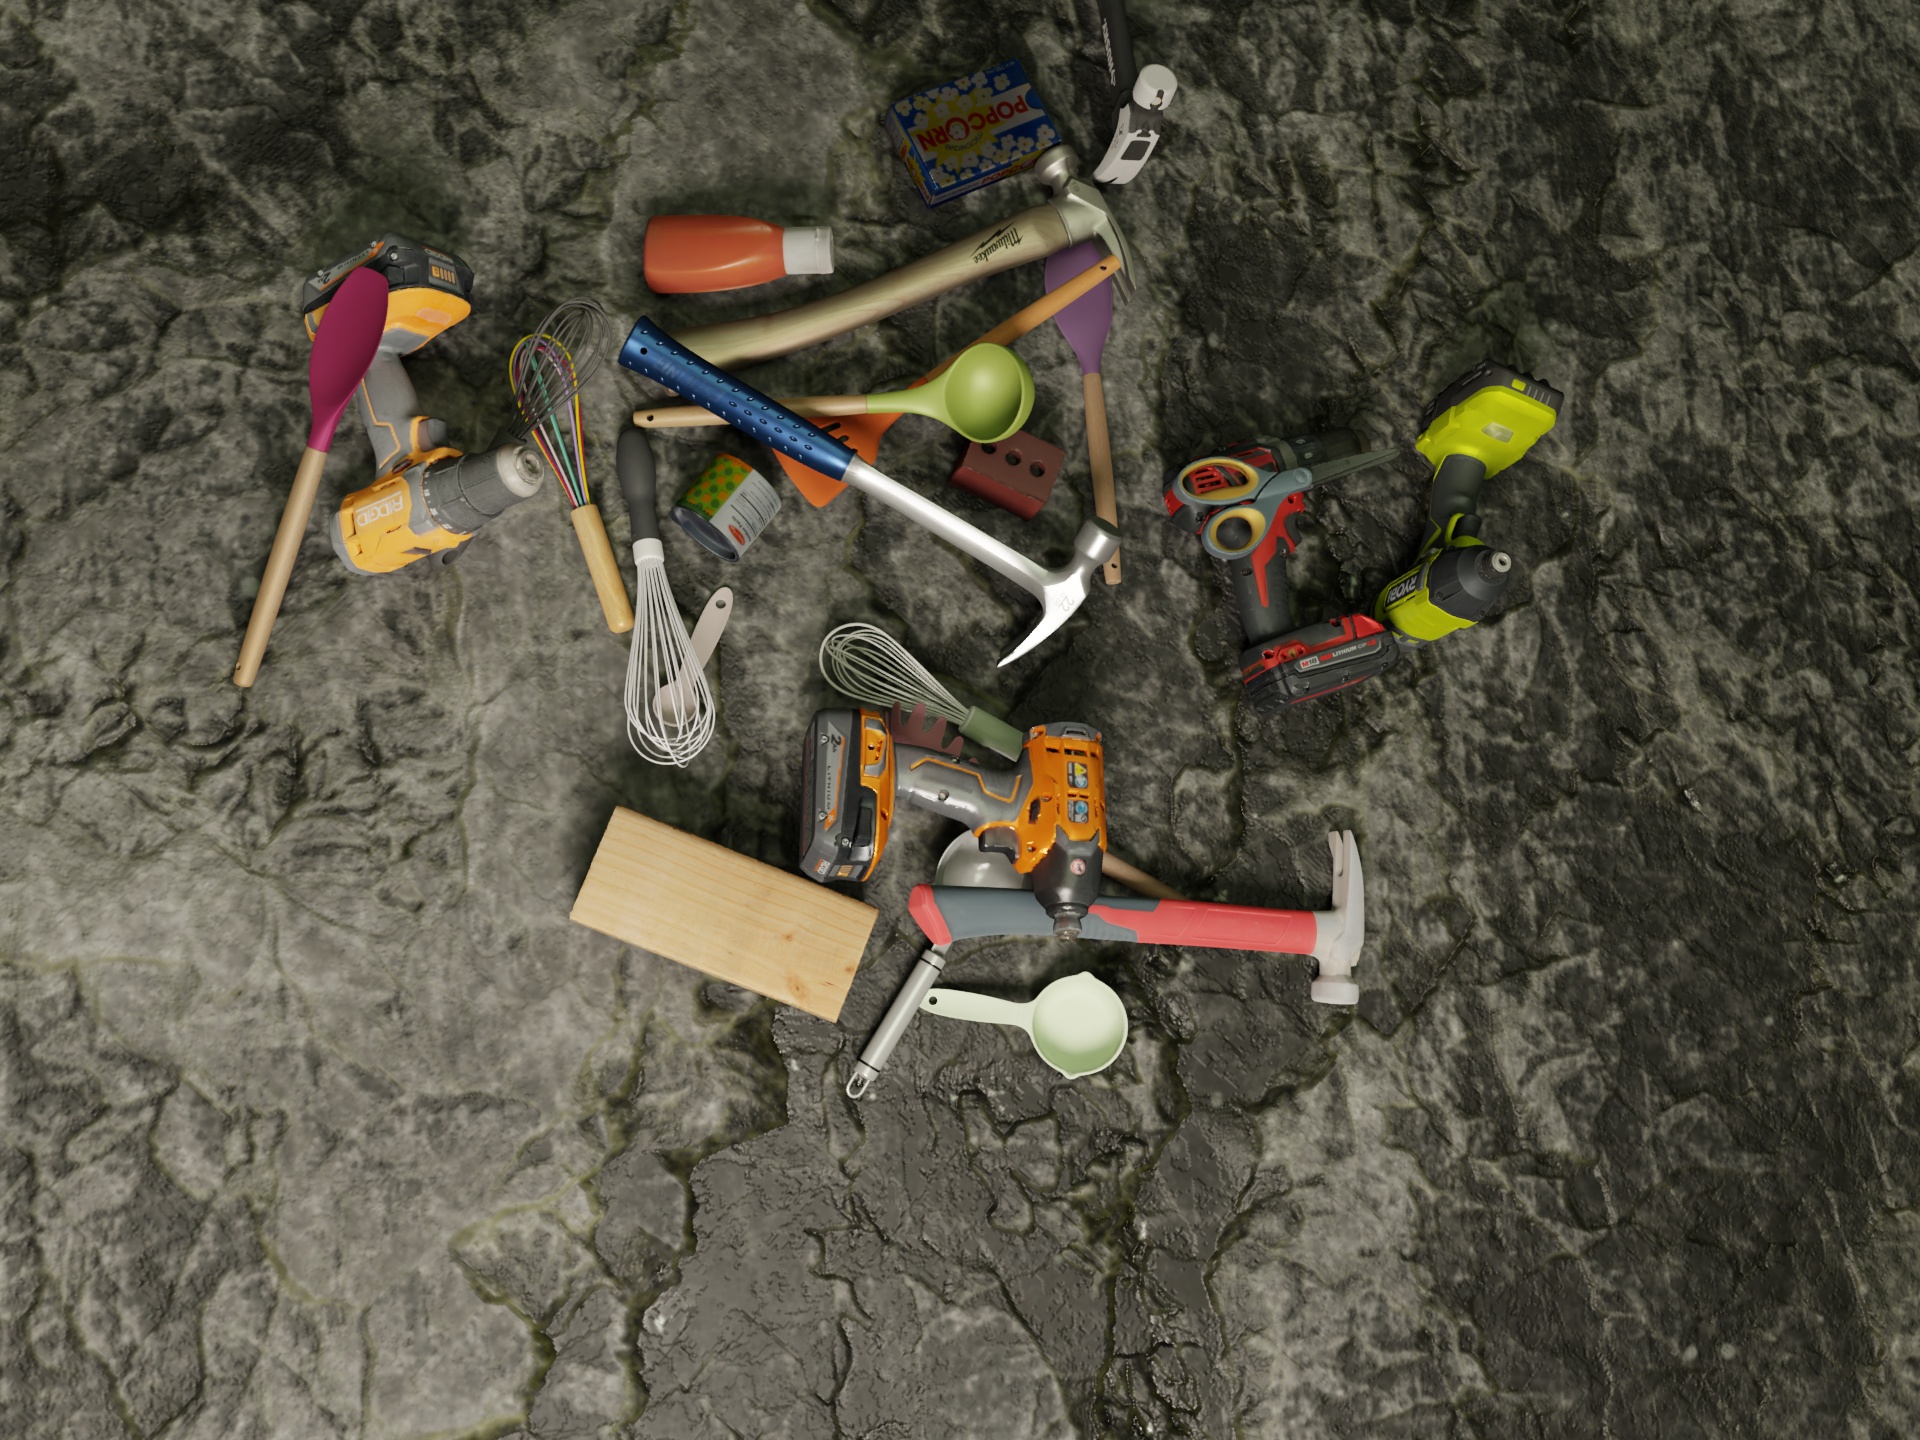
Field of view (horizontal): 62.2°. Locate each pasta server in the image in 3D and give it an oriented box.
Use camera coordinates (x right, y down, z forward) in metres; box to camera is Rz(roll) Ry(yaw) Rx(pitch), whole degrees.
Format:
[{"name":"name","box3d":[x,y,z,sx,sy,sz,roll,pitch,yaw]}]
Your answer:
[{"name":"pasta server","box3d":[0.072,0.081,1.274,0.316,0.060,0.040,30,59,-12]}]

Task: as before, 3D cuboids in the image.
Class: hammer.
[{"name":"hammer","box3d":[-0.053,-0.347,1.318,0.410,0.038,0.146,-25,81,-14]},{"name":"hammer","box3d":[0.147,0.142,1.255,0.386,0.038,0.143,7,79,-20]},{"name":"hammer","box3d":[0.128,-0.625,1.382,0.035,0.146,0.335,-1,69,-13]},{"name":"hammer","box3d":[-0.082,-0.188,1.246,0.405,0.035,0.144,30,114,-7]}]

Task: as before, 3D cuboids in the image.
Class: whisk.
[{"name":"whisk","box3d":[-0.236,-0.099,1.221,0.070,0.070,0.285,-7,72,-14]},{"name":"whisk","box3d":[-0.298,-0.187,1.240,0.047,0.051,0.245,-18,88,-20]},{"name":"whisk","box3d":[-0.336,-0.214,1.200,0.055,0.055,0.239,34,100,-5]},{"name":"whisk","box3d":[-0.002,-0.004,1.274,0.246,0.058,0.059,29,99,-10]}]

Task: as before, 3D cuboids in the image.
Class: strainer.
[{"name":"strainer","box3d":[-0.019,0.178,1.238,0.086,0.050,0.258,37,78,-24]}]

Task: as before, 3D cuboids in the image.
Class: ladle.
[{"name":"ladle","box3d":[-0.101,-0.250,1.258,0.320,0.062,0.078,-4,94,1]}]

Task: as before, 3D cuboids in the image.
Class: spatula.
[{"name":"spatula","box3d":[0.112,-0.270,1.356,0.059,0.018,0.316,-4,80,-12]},{"name":"spatula","box3d":[-0.006,-0.290,1.299,0.322,0.041,0.081,-33,89,1]}]

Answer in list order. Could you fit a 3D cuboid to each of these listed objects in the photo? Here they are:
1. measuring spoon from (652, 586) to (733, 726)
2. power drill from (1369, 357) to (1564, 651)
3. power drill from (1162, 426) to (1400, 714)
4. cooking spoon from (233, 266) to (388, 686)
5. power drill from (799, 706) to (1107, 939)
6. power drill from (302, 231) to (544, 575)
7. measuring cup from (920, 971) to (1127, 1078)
[{"name":"measuring spoon","box3d":[-0.207,-0.050,1.253,0.034,0.018,0.124,23,70,-5]},{"name":"power drill","box3d":[0.427,-0.180,1.334,0.080,0.171,0.223,22,73,-8]},{"name":"power drill","box3d":[0.290,-0.137,1.345,0.188,0.080,0.227,-17,81,-14]},{"name":"cooking spoon","box3d":[-0.473,-0.173,1.152,0.069,0.017,0.319,27,100,29]},{"name":"power drill","box3d":[-0.001,0.075,1.168,0.226,0.084,0.164,5,65,-14]},{"name":"power drill","box3d":[-0.393,-0.235,1.167,0.185,0.084,0.226,-15,81,28]},{"name":"measuring cup","box3d":[0.048,0.233,1.253,0.167,0.038,0.083,9,77,6]}]
